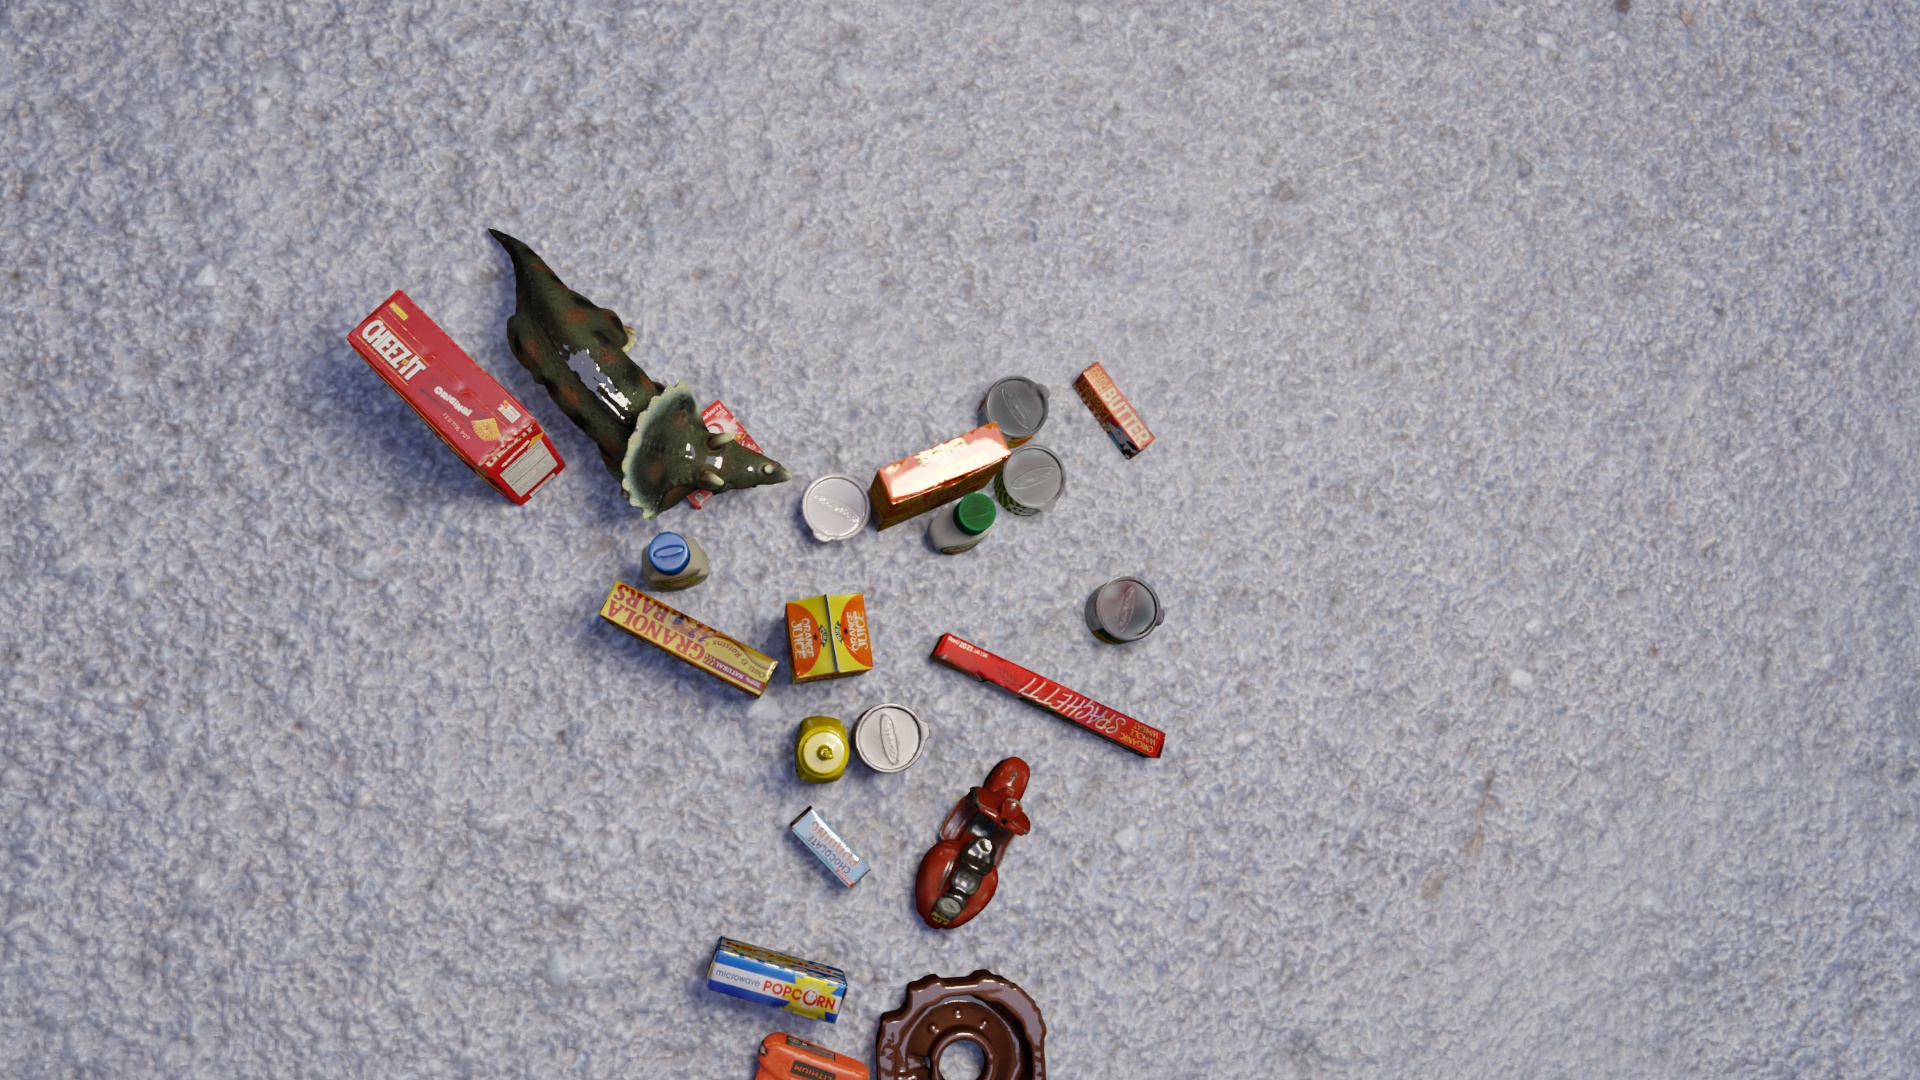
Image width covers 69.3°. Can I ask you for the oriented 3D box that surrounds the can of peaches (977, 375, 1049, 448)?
[{"bbox_3d":[0.056,-0.133,1.438,0.071,0.058,0.071,1,81,-8],"label":"can of peaches"}]

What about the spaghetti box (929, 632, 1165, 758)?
[{"bbox_3d":[0.088,0.158,1.402,0.250,0.050,0.029,25,79,-4],"label":"spaghetti box"}]

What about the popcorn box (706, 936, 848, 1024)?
[{"bbox_3d":[-0.173,0.412,1.306,0.127,0.085,0.038,18,80,-5],"label":"popcorn box"}]

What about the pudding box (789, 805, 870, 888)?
[{"bbox_3d":[-0.127,0.297,1.349,0.030,0.049,0.083,-44,90,-12],"label":"pudding box"}]

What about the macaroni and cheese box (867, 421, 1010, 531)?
[{"bbox_3d":[-0.025,-0.060,1.359,0.124,0.166,0.040,-23,86,-11],"label":"macaroni and cheese box"}]

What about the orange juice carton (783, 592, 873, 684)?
[{"bbox_3d":[-0.125,0.093,1.307,0.073,0.192,0.072,-7,83,-9],"label":"orange juice carton"}]

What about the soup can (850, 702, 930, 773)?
[{"bbox_3d":[-0.070,0.193,1.356,0.071,0.083,0.071,1,82,-8],"label":"soup can"}]

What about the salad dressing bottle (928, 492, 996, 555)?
[{"bbox_3d":[0.005,-0.017,1.366,0.064,0.147,0.044,-17,85,-10],"label":"salad dressing bottle"}]

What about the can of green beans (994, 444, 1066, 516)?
[{"bbox_3d":[0.071,-0.061,1.429,0.071,0.057,0.071,1,81,-8],"label":"can of green beans"}]

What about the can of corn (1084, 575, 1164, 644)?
[{"bbox_3d":[0.167,0.073,1.422,0.071,0.058,0.071,1,81,-8],"label":"can of corn"}]

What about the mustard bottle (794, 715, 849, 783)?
[{"bbox_3d":[-0.130,0.197,1.307,0.049,0.160,0.065,4,81,-8],"label":"mustard bottle"}]

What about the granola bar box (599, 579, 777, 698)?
[{"bbox_3d":[-0.256,0.098,1.322,0.165,0.124,0.039,27,79,-4],"label":"granola bar box"}]

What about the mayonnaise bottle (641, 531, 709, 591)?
[{"bbox_3d":[-0.273,0.020,1.319,0.065,0.148,0.041,-13,84,-10],"label":"mayonnaise bottle"}]

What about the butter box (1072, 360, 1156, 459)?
[{"bbox_3d":[0.160,-0.136,1.456,0.024,0.053,0.103,-36,88,-11],"label":"butter box"}]

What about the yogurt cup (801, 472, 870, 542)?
[{"bbox_3d":[-0.126,-0.030,1.397,0.072,0.054,0.072,1,81,-8],"label":"yogurt cup"}]
